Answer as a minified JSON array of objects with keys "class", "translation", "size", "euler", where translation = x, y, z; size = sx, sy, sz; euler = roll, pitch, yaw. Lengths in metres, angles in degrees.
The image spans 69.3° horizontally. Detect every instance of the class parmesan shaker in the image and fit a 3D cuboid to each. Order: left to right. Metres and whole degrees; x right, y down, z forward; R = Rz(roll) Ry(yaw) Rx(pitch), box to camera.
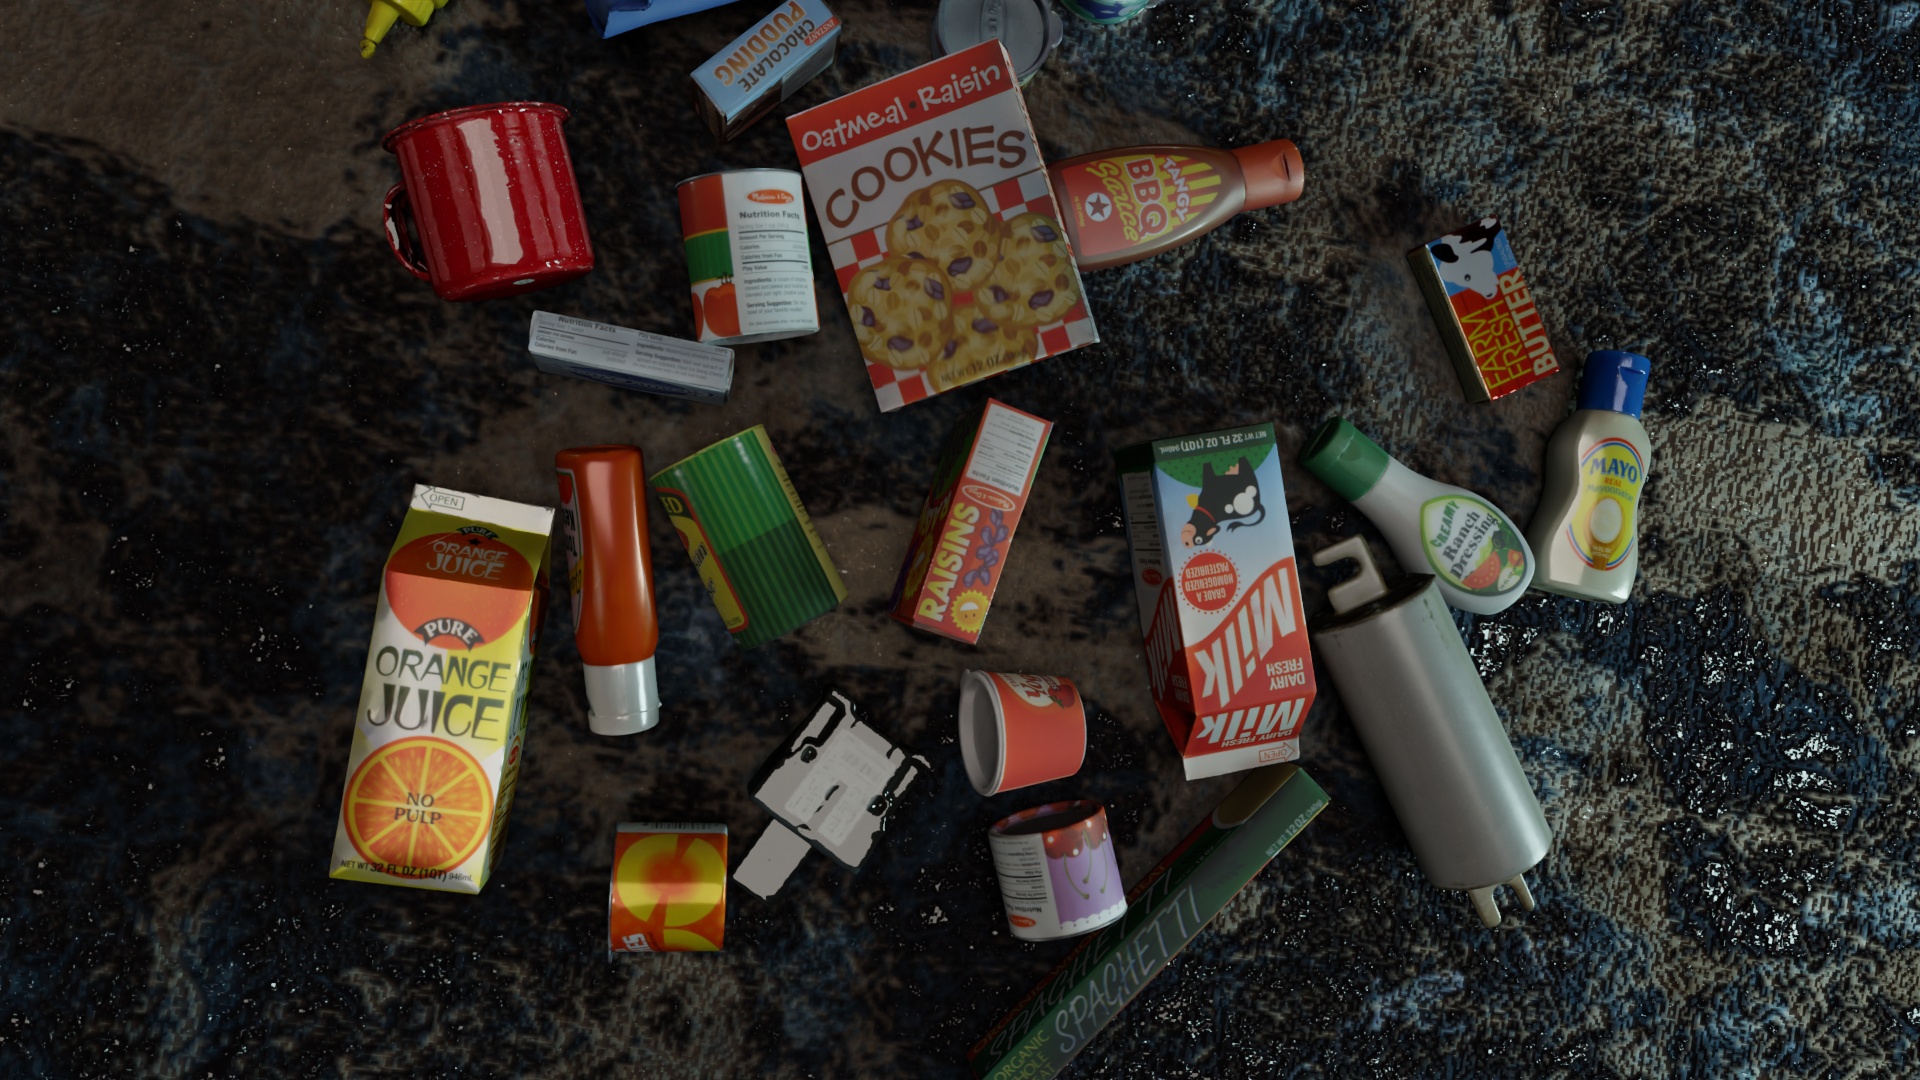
[{"class":"parmesan shaker","translation":[-0.110,-0.001,0.731],"size":[0.071,0.071,0.103],"euler":[-27,94,-10]}]

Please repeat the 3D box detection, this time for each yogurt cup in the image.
[{"class":"yogurt cup","translation":[0.034,0.103,0.760],"size":[0.054,0.072,0.072],"euler":[-2,90,-19]}]

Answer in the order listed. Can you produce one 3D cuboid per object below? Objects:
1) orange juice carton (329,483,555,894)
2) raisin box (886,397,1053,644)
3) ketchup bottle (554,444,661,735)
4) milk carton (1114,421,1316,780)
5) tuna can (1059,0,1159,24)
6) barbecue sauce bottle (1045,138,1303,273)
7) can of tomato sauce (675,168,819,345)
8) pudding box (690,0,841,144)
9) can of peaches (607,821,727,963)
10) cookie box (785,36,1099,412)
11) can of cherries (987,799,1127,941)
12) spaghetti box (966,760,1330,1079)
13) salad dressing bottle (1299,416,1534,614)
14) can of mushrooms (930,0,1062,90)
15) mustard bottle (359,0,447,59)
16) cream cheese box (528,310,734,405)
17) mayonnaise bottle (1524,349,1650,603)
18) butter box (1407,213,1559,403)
[{"class":"orange juice carton","translation":[-0.256,0.072,0.701],"size":[0.072,0.073,0.192],"euler":[10,87,-10]},{"class":"raisin box","translation":[0.003,-0.009,0.745],"size":[0.040,0.086,0.123],"euler":[20,86,-11]},{"class":"ketchup bottle","translation":[-0.181,0.025,0.724],"size":[0.043,0.065,0.148],"euler":[-7,99,-21]},{"class":"milk carton","translation":[0.144,0.035,0.776],"size":[0.072,0.073,0.190],"euler":[-9,91,-11]},{"class":"tuna can","translation":[0.088,-0.332,0.794],"size":[0.071,0.033,0.071],"euler":[0,89,-10]},{"class":"barbecue sauce bottle","translation":[0.121,-0.197,0.792],"size":[0.149,0.043,0.065],"euler":[-14,94,-11]},{"class":"can of tomato sauce","translation":[-0.113,-0.148,0.736],"size":[0.071,0.071,0.083],"euler":[-8,94,-10]},{"class":"pudding box","translation":[-0.105,-0.255,0.748],"size":[0.084,0.049,0.030],"euler":[-41,95,-9]},{"class":"can of peaches","translation":[-0.151,0.182,0.722],"size":[0.058,0.071,0.071],"euler":[2,89,-11]},{"class":"cookie box","translation":[-0.009,-0.168,0.751],"size":[0.123,0.040,0.167],"euler":[-18,93,11]},{"class":"can of cherries","translation":[0.054,0.179,0.762],"size":[0.071,0.071,0.058],"euler":[-13,91,-10]},{"class":"spaghetti box","translation":[0.104,0.218,0.777],"size":[0.250,0.050,0.028],"euler":[-42,95,-8]},{"class":"salad dressing bottle","translation":[0.266,-0.016,0.815],"size":[0.147,0.044,0.064],"euler":[36,82,-8]},{"class":"can of mushrooms","translation":[0.019,-0.283,0.780],"size":[0.071,0.033,0.071],"euler":[0,88,-10]},{"class":"mustard bottle","translation":[-0.277,-0.321,0.718],"size":[0.065,0.049,0.160],"euler":[24,85,-9]},{"class":"cream cheese box","translation":[-0.172,-0.095,0.731],"size":[0.104,0.053,0.024],"euler":[10,86,-10]},{"class":"mayonnaise bottle","translation":[0.383,-0.039,0.838],"size":[0.065,0.041,0.148],"euler":[13,87,-8]},{"class":"butter box","translation":[0.315,-0.138,0.837],"size":[0.053,0.024,0.103],"euler":[-25,93,-9]}]
